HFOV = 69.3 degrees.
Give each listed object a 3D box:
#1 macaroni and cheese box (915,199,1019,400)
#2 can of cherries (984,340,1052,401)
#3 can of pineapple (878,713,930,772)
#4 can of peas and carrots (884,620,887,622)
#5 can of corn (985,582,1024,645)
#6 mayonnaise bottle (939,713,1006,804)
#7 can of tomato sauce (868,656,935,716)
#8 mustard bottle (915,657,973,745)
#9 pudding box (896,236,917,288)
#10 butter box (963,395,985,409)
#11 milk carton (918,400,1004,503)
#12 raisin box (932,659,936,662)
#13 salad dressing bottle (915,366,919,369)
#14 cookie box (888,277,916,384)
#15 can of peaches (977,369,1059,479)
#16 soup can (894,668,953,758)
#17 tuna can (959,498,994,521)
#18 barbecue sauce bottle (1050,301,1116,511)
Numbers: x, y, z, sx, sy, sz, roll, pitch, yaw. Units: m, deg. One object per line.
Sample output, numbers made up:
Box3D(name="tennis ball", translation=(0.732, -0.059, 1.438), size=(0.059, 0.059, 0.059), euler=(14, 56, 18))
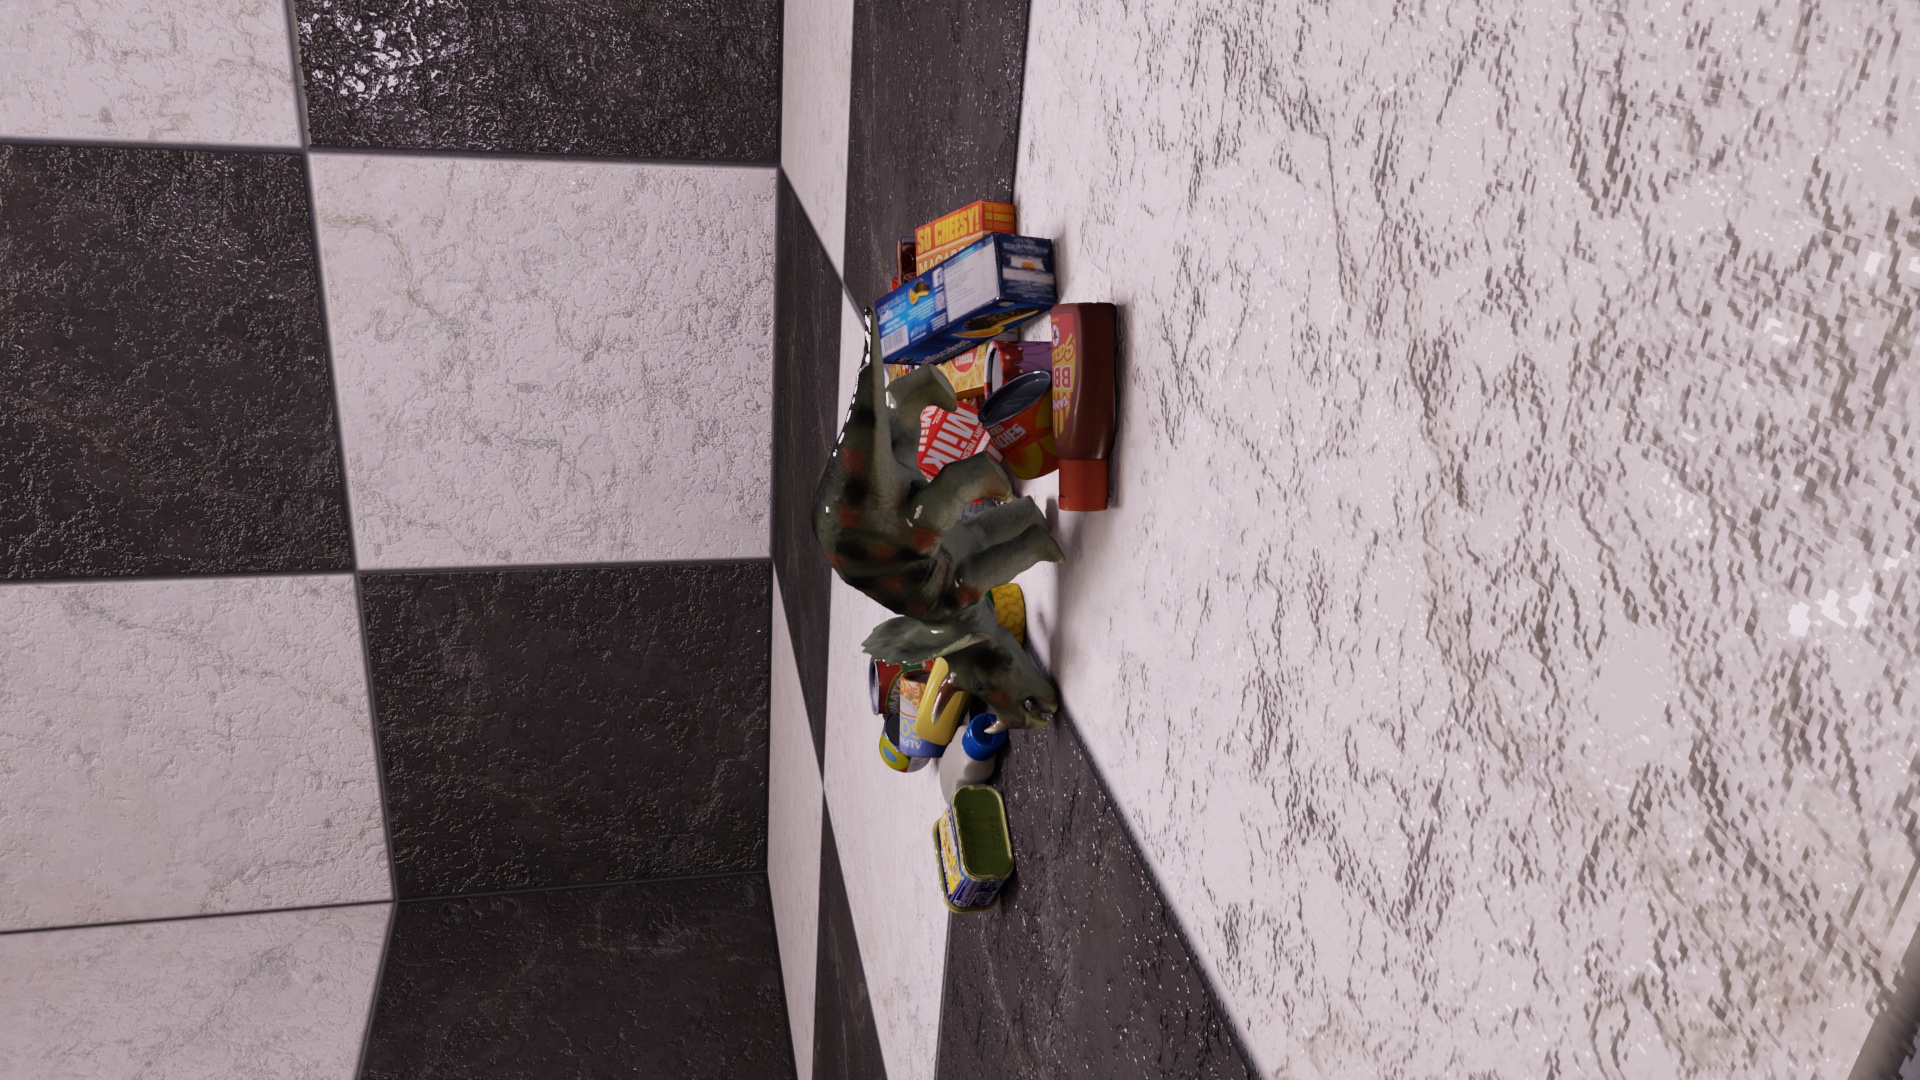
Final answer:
Box3D(name="macaroni and cheese box", translation=(0.005, -0.218, 1.287), size=(0.123, 0.040, 0.166), euler=(-4, 87, 59))
Box3D(name="can of cherries", translation=(0.054, -0.126, 1.116), size=(0.071, 0.058, 0.071), euler=(180, 88, -77))
Box3D(name="can of pineapple", translation=(-0.062, 0.231, 1.635), size=(0.057, 0.071, 0.071), euler=(107, 158, -54))
Box3D(name="can of peas and carrots", translation=(-0.070, 0.132, 1.664), size=(0.059, 0.071, 0.070), euler=(-114, 26, -60))
Box3D(name="can of corn", translation=(0.023, 0.074, 1.270), size=(0.071, 0.058, 0.071), euler=(180, 88, -77))
Box3D(name="mayonnaise bottle", translation=(0.012, 0.214, 1.378), size=(0.147, 0.041, 0.065), euler=(114, 156, -59))
Box3D(name="can of tomato sauce", translation=(-0.058, 0.164, 1.577), size=(0.071, 0.083, 0.071), euler=(180, 88, -77))
Box3D(name="mustard bottle", translation=(-0.005, 0.139, 1.406), size=(0.066, 0.049, 0.159), euler=(-63, -6, -49))
Box3D(name="pudding box", translation=(-0.021, -0.272, 1.365), size=(0.030, 0.084, 0.049), euler=(170, 98, -77))
Box3D(name="butter box", translation=(0.017, -0.162, 1.345), size=(0.053, 0.024, 0.103), euler=(138, 129, -73))
Box3D(name="milk carton", translation=(-0.011, -0.083, 1.299), size=(0.072, 0.073, 0.190), euler=(-62, 17, -6))
Box3D(name="raisin box", translation=(-0.023, 0.069, 1.513), size=(0.124, 0.040, 0.085), euler=(-122, 32, -67))
Box3D(name="salad dressing bottle", translation=(-0.026, -0.194, 1.489), size=(0.064, 0.044, 0.147), euler=(-125, 37, -70))
Box3D(name="cookie box", translation=(-0.055, -0.214, 1.615), size=(0.123, 0.040, 0.166), euler=(-127, 37, -68))
Box3D(name="can of peaches", translation=(0.054, -0.086, 1.056), size=(0.058, 0.071, 0.071), euler=(55, -178, -25))
Box3D(name="soup can", translation=(-0.036, 0.187, 1.511), size=(0.071, 0.071, 0.083), euler=(-148, 58, -74))
Box3D(name="tuna can", translation=(0.005, -0.017, 1.354), size=(0.071, 0.033, 0.071), euler=(-161, 89, -73))
Box3D(name="barbecue sauce bottle", translation=(0.089, -0.096, 1.003), size=(0.065, 0.044, 0.148), euler=(-160, 69, -75))
